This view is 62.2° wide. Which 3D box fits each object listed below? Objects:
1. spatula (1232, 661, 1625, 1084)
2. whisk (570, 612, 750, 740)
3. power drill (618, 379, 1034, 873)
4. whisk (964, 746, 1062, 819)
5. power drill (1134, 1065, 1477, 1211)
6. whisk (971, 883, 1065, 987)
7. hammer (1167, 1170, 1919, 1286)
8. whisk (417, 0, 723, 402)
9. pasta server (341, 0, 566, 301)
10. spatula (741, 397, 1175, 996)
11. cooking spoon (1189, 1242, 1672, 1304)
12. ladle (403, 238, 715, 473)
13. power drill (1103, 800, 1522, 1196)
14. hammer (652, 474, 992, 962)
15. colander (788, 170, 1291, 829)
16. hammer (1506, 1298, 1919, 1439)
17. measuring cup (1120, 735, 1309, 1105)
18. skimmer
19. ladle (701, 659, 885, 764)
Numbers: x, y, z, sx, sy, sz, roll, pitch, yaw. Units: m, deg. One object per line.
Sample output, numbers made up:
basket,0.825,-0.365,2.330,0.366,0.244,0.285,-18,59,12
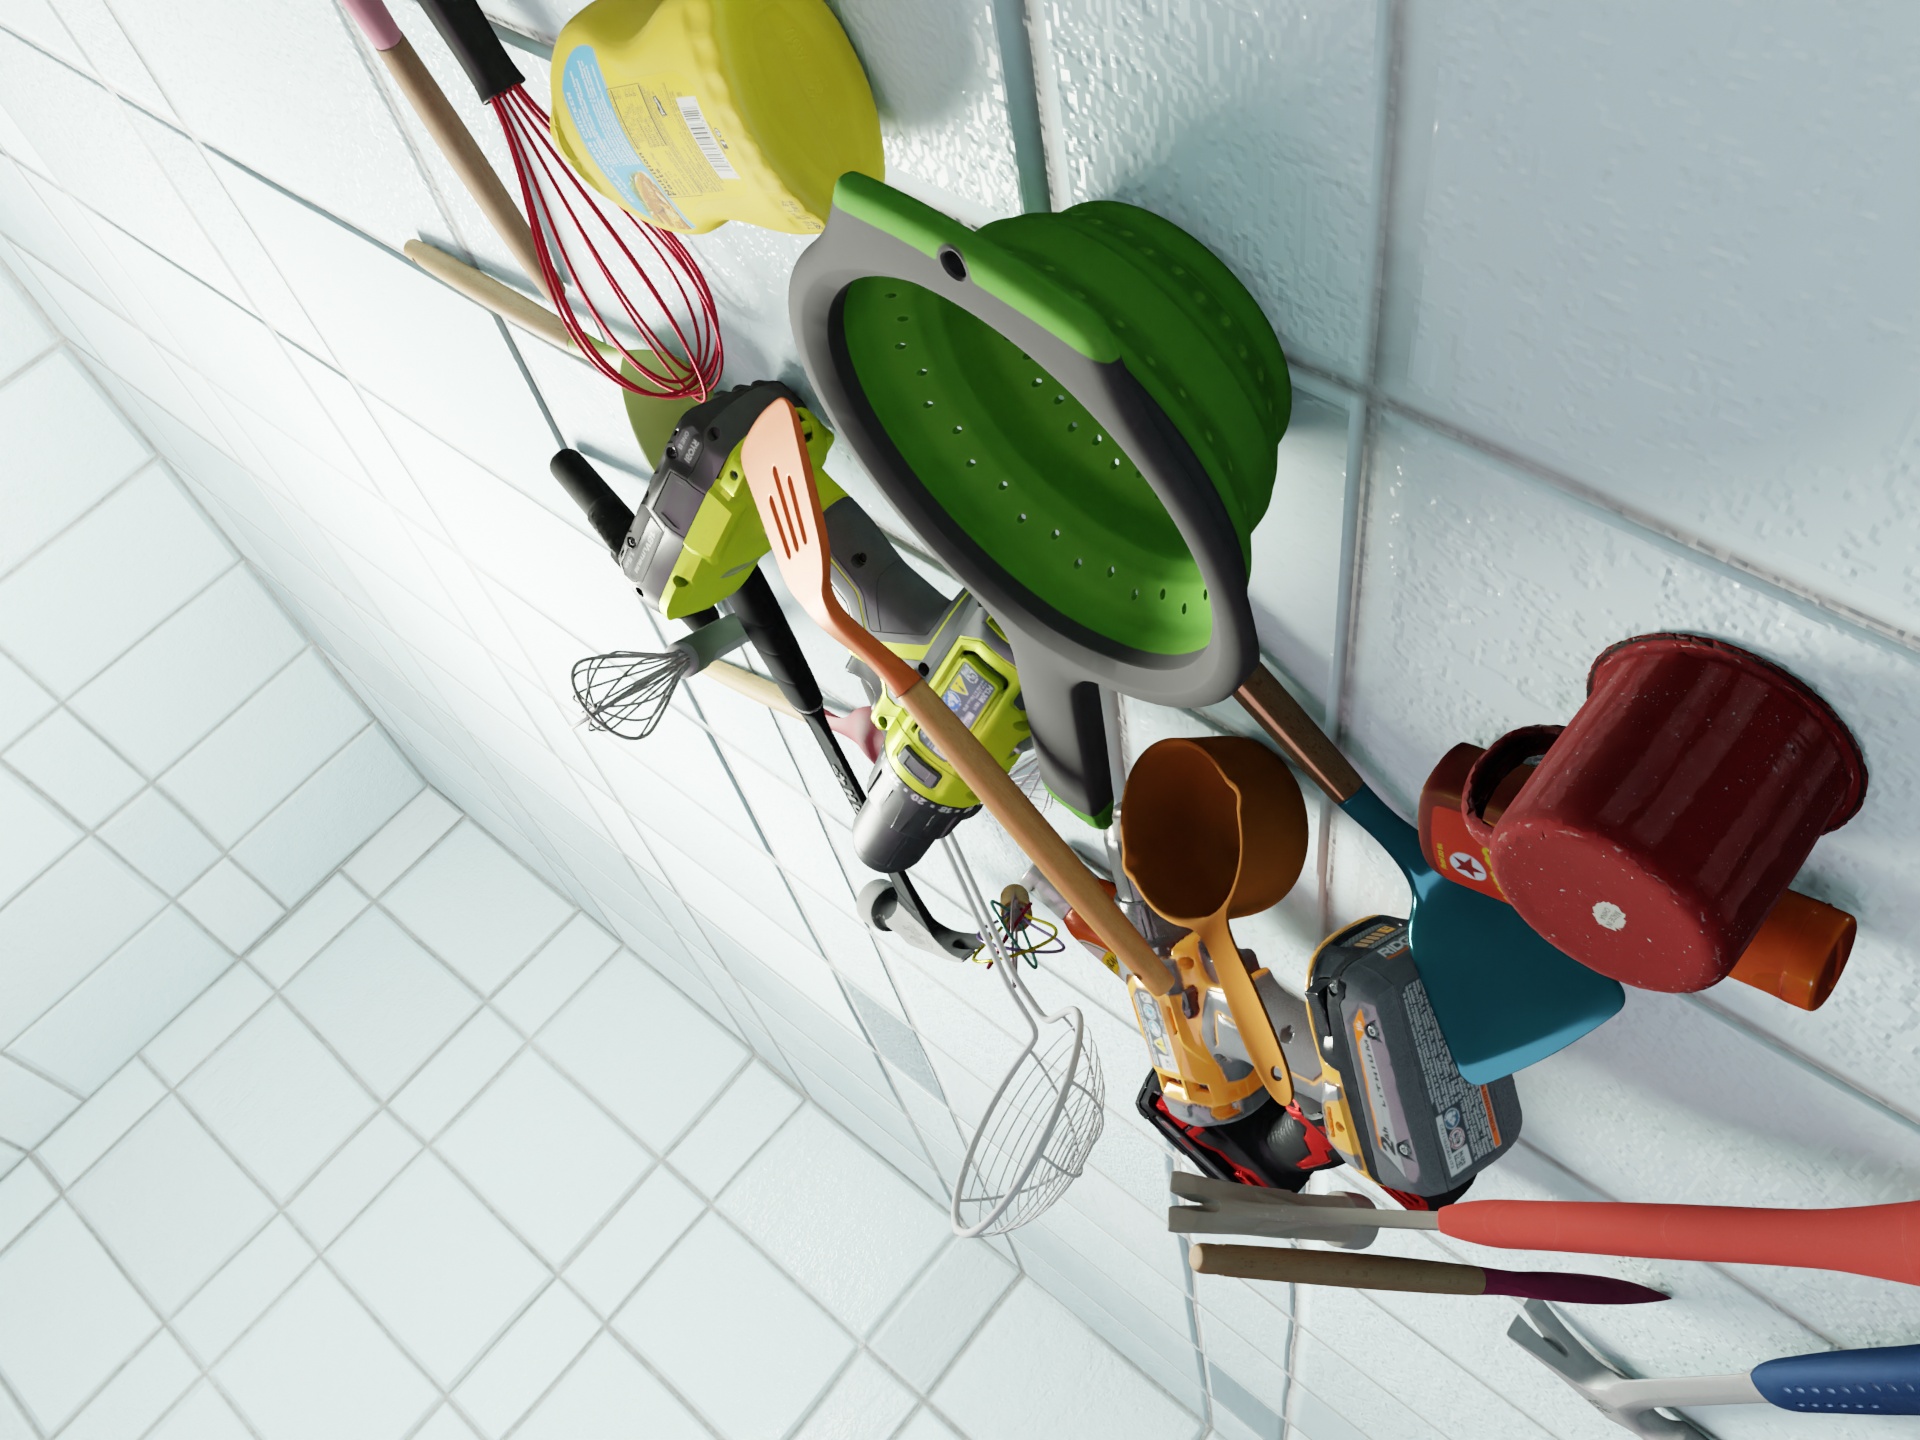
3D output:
spatula,0.148,0.015,0.678,0.317,0.044,0.082,47,123,-2
whisk,-0.179,-0.036,1.005,0.059,0.058,0.246,49,-159,-2
power drill,-0.061,-0.044,0.812,0.228,0.080,0.190,42,126,11
whisk,0.023,0.035,0.942,0.070,0.070,0.284,44,165,-2
power drill,0.203,0.235,0.975,0.143,0.078,0.219,44,157,-4
whisk,0.032,0.129,1.025,0.051,0.047,0.245,44,-178,0
hammer,0.269,0.235,0.743,0.149,0.037,0.359,18,158,-34
whisk,-0.202,-0.276,0.745,0.073,0.073,0.295,7,133,58
pasta server,-0.272,-0.315,0.781,0.040,0.060,0.316,24,163,22
spatula,-0.001,-0.002,0.728,0.322,0.041,0.081,50,157,-7
cooking spoon,0.252,0.292,0.835,0.318,0.017,0.069,13,162,-26
ladle,-0.249,-0.223,0.936,0.320,0.062,0.078,33,164,33
power drill,0.160,0.132,0.812,0.226,0.084,0.185,1,110,61
hammer,-0.093,0.002,1.045,0.149,0.036,0.408,20,142,53
colander,0.056,-0.070,0.618,0.205,0.094,0.396,37,164,24
hammer,0.423,0.353,0.850,0.144,0.035,0.405,38,159,13
measuring cup,0.134,0.088,0.731,0.095,0.052,0.174,-44,59,51
skimmer,-0.015,0.104,0.883,0.127,0.090,0.364,-55,47,39
ladle,-0.117,-0.011,1.154,0.316,0.031,0.069,22,148,49
